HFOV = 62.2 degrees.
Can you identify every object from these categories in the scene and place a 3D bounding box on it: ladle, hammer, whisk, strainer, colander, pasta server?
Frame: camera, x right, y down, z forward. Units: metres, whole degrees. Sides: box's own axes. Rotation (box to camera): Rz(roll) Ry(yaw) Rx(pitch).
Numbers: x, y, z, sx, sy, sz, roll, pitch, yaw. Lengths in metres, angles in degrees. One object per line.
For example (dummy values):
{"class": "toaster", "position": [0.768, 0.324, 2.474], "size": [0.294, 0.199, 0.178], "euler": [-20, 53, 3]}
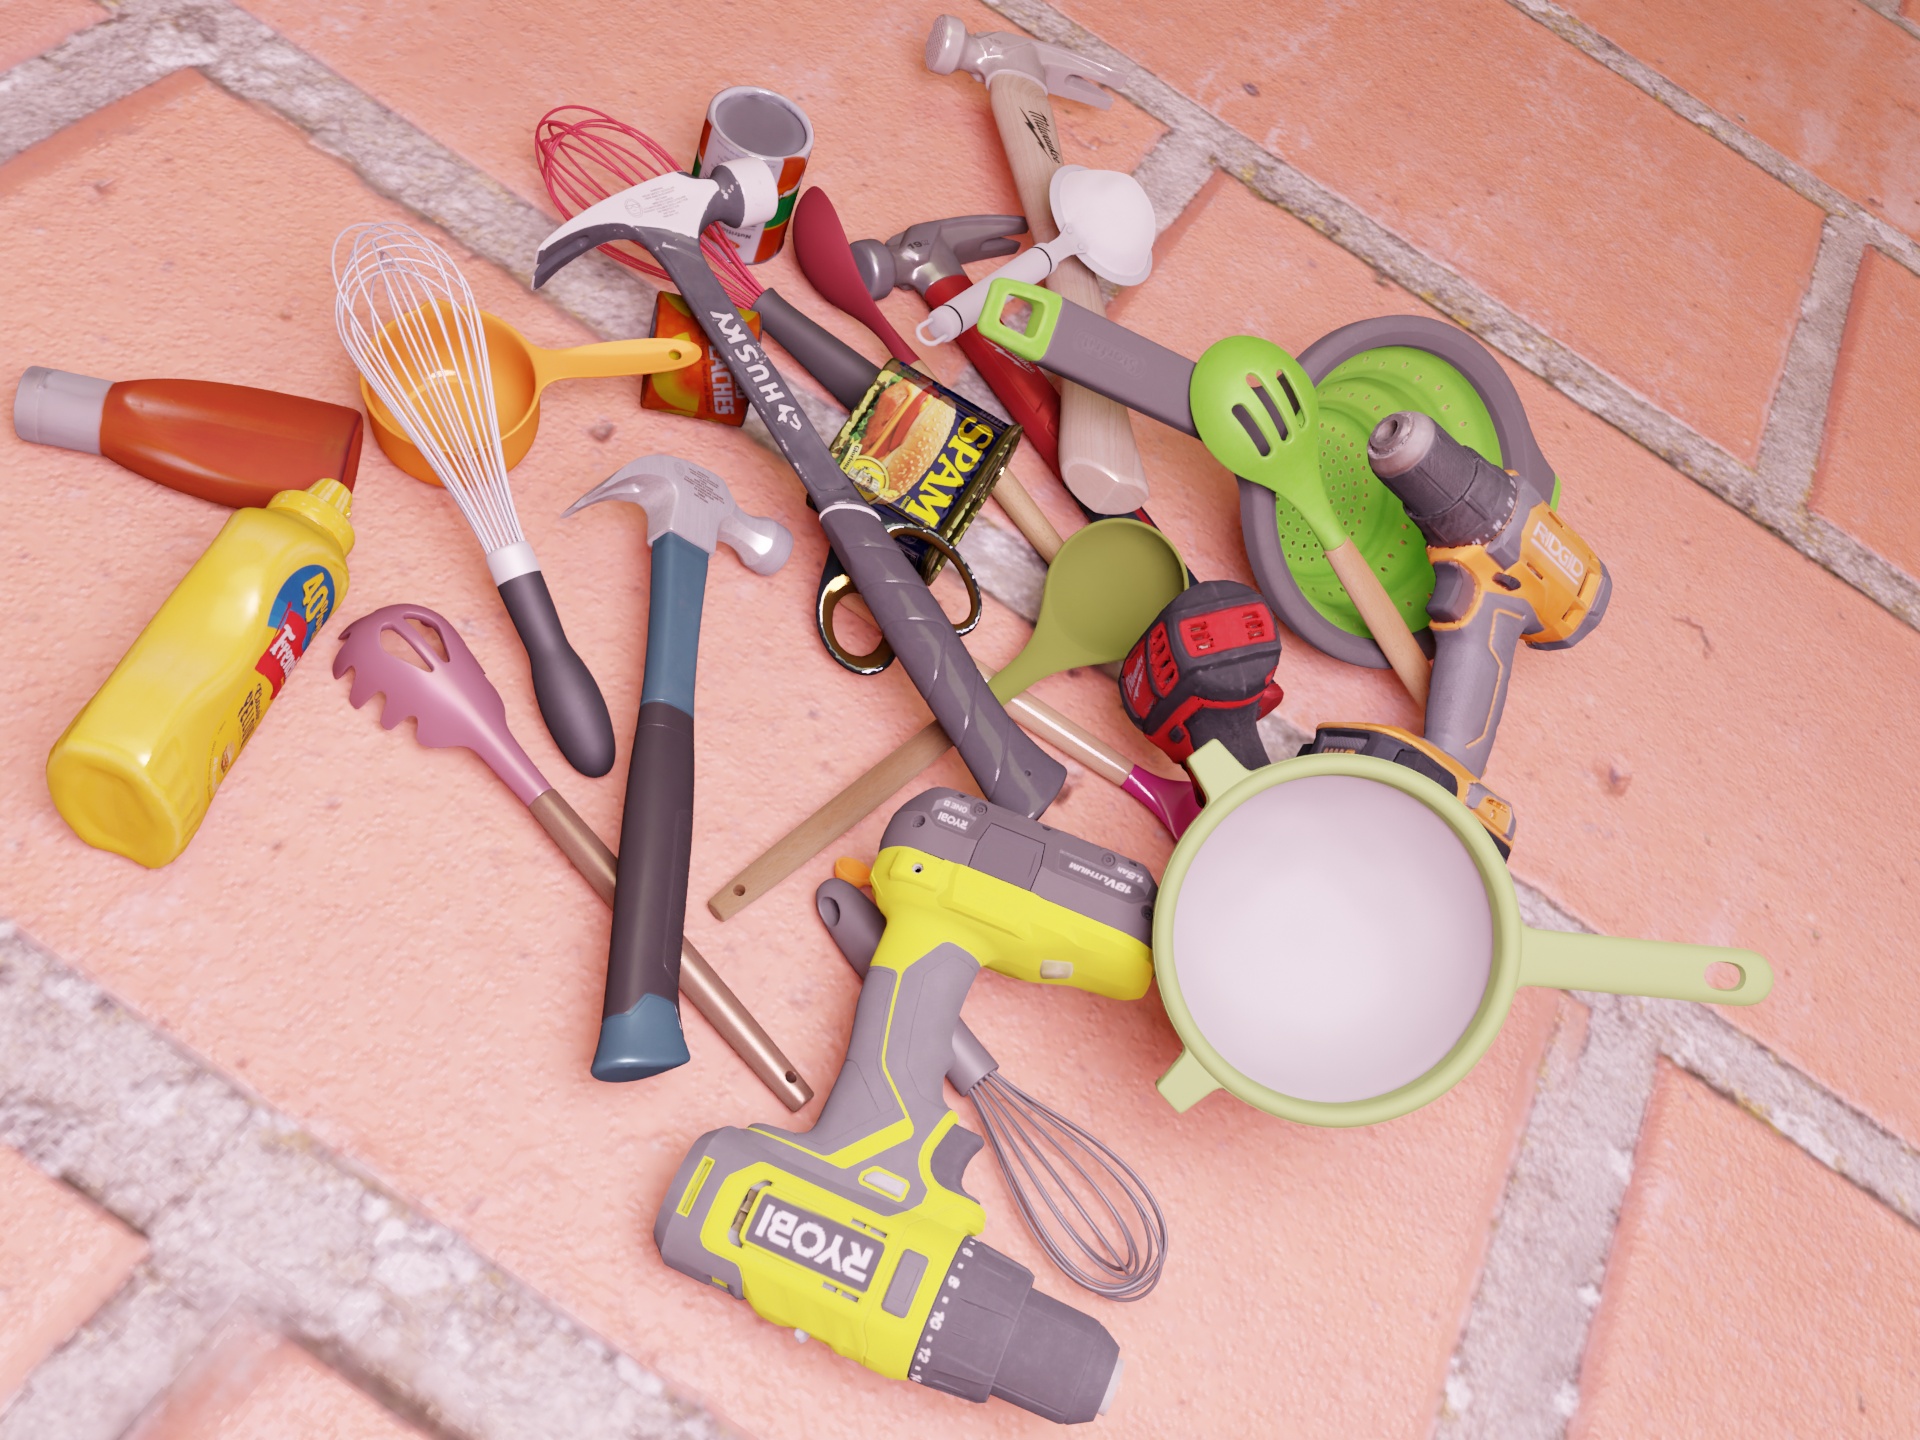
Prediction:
{"class": "ladle", "position": [-0.013, -0.191, 0.953], "size": [0.031, 0.069, 0.315], "euler": [-34, 81, -18]}
{"class": "hammer", "position": [-0.070, -0.117, 0.807], "size": [0.149, 0.036, 0.409], "euler": [-25, 74, -29]}
{"class": "whisk", "position": [0.009, 0.163, 0.732], "size": [0.055, 0.055, 0.239], "euler": [-30, 70, -34]}
{"class": "hammer", "position": [0.073, -0.299, 1.020], "size": [0.146, 0.038, 0.411], "euler": [6, 56, -23]}
{"class": "strainer", "position": [0.204, 0.095, 0.673], "size": [0.256, 0.069, 0.151], "euler": [6, 87, -3]}
{"class": "strainer", "position": [0.055, -0.277, 0.948], "size": [0.087, 0.050, 0.258], "euler": [52, 52, -7]}
{"class": "whisk", "position": [-0.134, -0.259, 0.942], "size": [0.296, 0.073, 0.073], "euler": [39, 53, -1]}
{"class": "colander", "position": [0.169, -0.161, 0.928], "size": [0.396, 0.094, 0.204], "euler": [19, 90, -25]}
{"class": "pasta server", "position": [-0.178, 0.060, 0.737], "size": [0.316, 0.040, 0.060], "euler": [48, 54, 7]}
{"class": "hammer", "position": [-0.136, 0.010, 0.741], "size": [0.128, 0.033, 0.331], "euler": [31, 44, -40]}
{"class": "hammer", "position": [0.083, -0.163, 0.977], "size": [0.143, 0.038, 0.386], "euler": [-22, 69, -33]}
{"class": "whisk", "position": [-0.226, -0.105, 0.761], "size": [0.070, 0.070, 0.284], "euler": [-24, 93, -32]}
{"class": "ladle", "position": [-0.001, -0.003, 0.811], "size": [0.320, 0.062, 0.078], "euler": [-38, 77, -28]}

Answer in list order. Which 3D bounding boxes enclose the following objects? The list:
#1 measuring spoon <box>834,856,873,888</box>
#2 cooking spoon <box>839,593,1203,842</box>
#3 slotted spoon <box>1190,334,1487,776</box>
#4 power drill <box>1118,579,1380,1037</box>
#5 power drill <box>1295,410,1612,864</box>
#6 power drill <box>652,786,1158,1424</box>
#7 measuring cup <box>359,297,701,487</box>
{"class": "measuring spoon", "position": [-0.011, 0.097, 0.788], "size": [0.117, 0.011, 0.021], "euler": [26, 21, -7]}
{"class": "cooking spoon", "position": [0.069, 0.016, 0.868], "size": [0.319, 0.017, 0.069], "euler": [33, 61, 1]}
{"class": "slotted spoon", "position": [0.226, -0.082, 0.898], "size": [0.070, 0.031, 0.313], "euler": [-41, 113, -7]}
{"class": "power drill", "position": [0.135, 0.053, 0.788], "size": [0.078, 0.143, 0.220], "euler": [-12, 76, -12]}
{"class": "power drill", "position": [0.257, -0.039, 0.863], "size": [0.185, 0.084, 0.226], "euler": [34, 74, -30]}
{"class": "power drill", "position": [0.005, 0.160, 0.669], "size": [0.190, 0.080, 0.229], "euler": [21, 66, 11]}
{"class": "measuring cup", "position": [-0.224, -0.172, 0.838], "size": [0.173, 0.052, 0.095], "euler": [-12, 72, -21]}
